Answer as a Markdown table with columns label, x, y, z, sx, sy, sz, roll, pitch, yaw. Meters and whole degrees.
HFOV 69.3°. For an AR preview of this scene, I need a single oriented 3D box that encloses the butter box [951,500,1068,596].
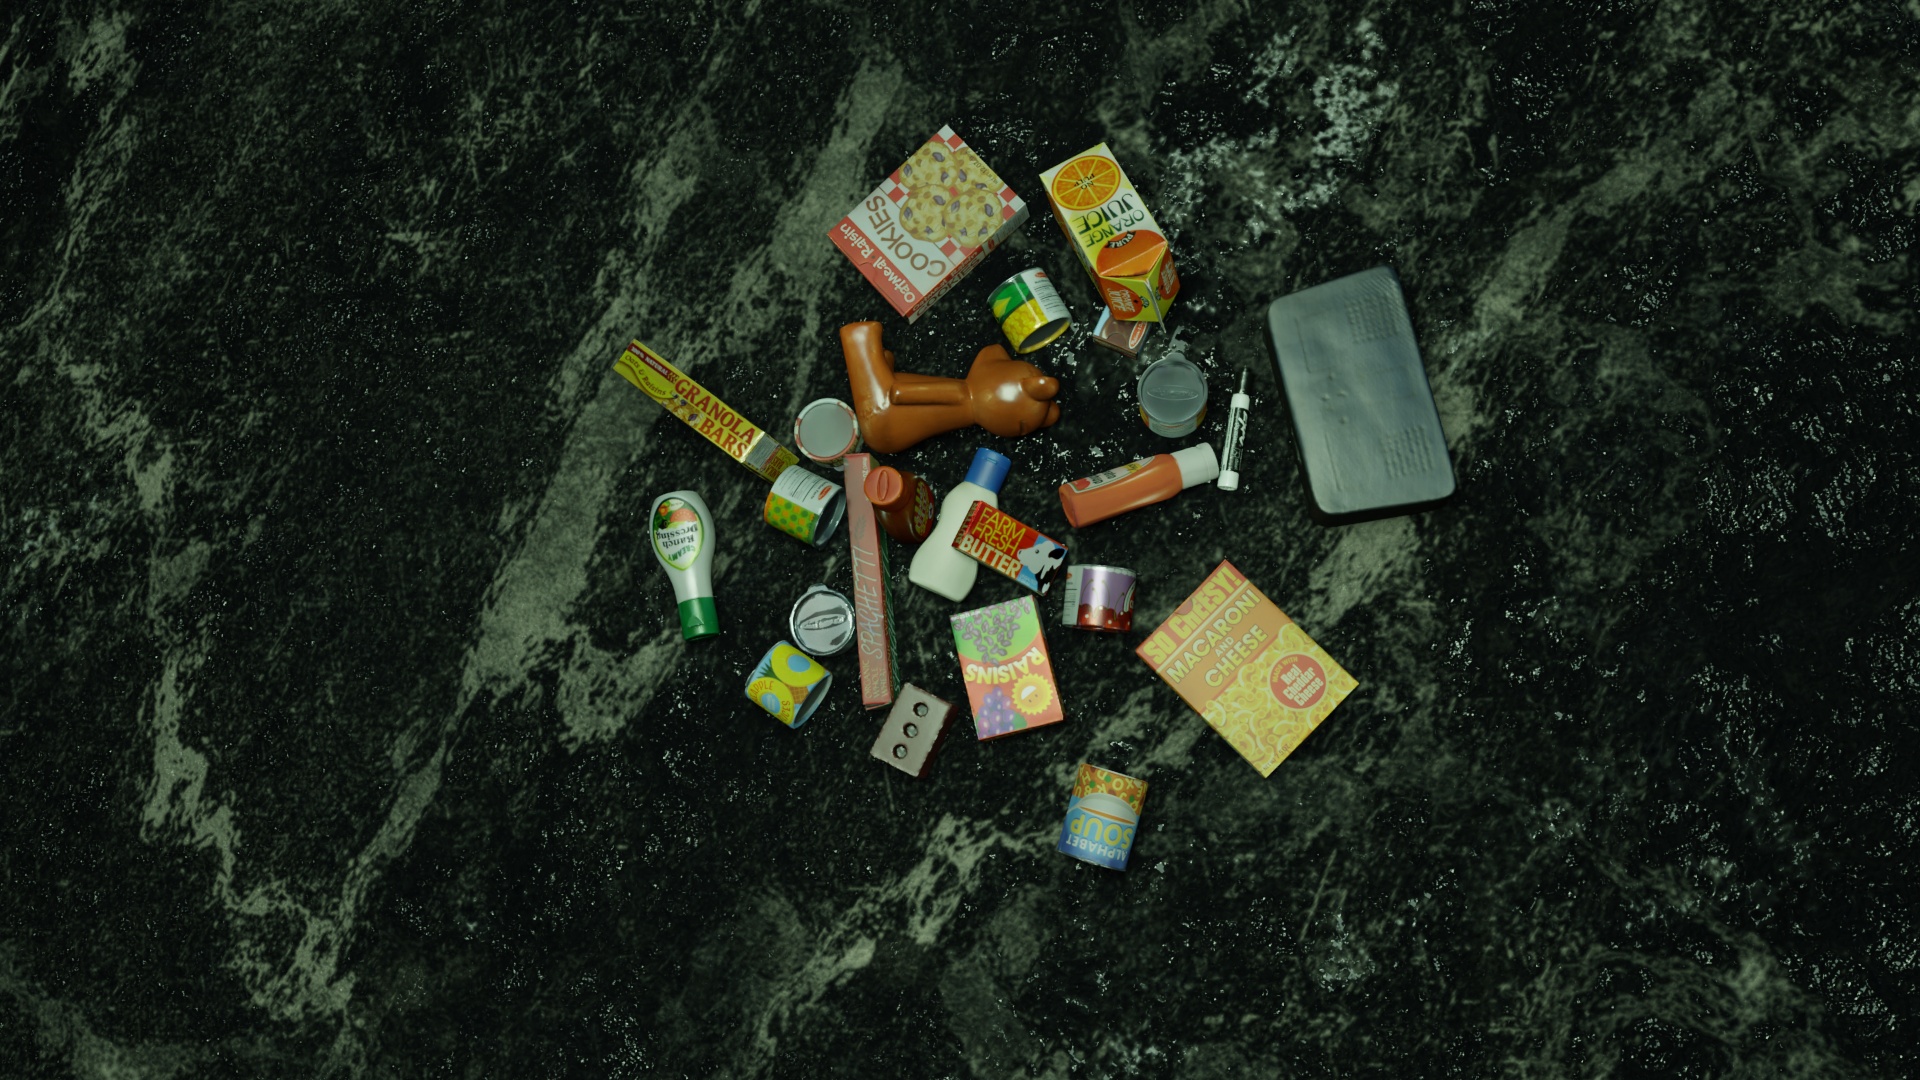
| label | x | y | z | sx | sy | sz | roll | pitch | yaw |
| --- | --- | --- | --- | --- | --- | --- | --- | --- | --- |
| butter box | 0.047 | 0.007 | 1.332 | 0.103 | 0.024 | 0.053 | 29 | 84 | -16 |

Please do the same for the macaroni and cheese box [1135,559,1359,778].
| label | x | y | z | sx | sy | sz | roll | pitch | yaw |
| --- | --- | --- | --- | --- | --- | --- | --- | --- | --- |
| macaroni and cheese box | 0.265 | 0.119 | 1.294 | 0.124 | 0.040 | 0.166 | -45 | 78 | -2 |

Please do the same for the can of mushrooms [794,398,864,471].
| label | x | y | z | sx | sy | sz | roll | pitch | yaw |
| --- | --- | --- | --- | --- | --- | --- | --- | --- | --- |
| can of mushrooms | -0.131 | -0.106 | 1.396 | 0.071 | 0.033 | 0.071 | -1 | 80 | 8 |

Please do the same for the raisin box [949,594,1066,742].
| label | x | y | z | sx | sy | sz | roll | pitch | yaw |
| --- | --- | --- | --- | --- | --- | --- | --- | --- | --- |
| raisin box | 0.045 | 0.123 | 1.328 | 0.086 | 0.040 | 0.123 | -15 | 77 | 5 |

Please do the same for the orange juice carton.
| label | x | y | z | sx | sy | sz | roll | pitch | yaw |
| --- | --- | --- | --- | --- | --- | --- | --- | --- | --- |
| orange juice carton | 0.151 | -0.285 | 1.333 | 0.073 | 0.071 | 0.193 | -27 | 57 | 4 |

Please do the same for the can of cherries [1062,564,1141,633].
| label | x | y | z | sx | sy | sz | roll | pitch | yaw |
| --- | --- | --- | --- | --- | --- | --- | --- | --- | --- |
| can of cherries | 0.134 | 0.056 | 1.312 | 0.071 | 0.071 | 0.058 | 5 | 82 | 9 |

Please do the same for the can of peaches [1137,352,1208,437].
| label | x | y | z | sx | sy | sz | roll | pitch | yaw |
| --- | --- | --- | --- | --- | --- | --- | --- | --- | --- |
| can of peaches | 0.205 | -0.139 | 1.338 | 0.071 | 0.058 | 0.071 | -2 | 80 | 9 |

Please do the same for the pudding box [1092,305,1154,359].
| label | x | y | z | sx | sy | sz | roll | pitch | yaw |
| --- | --- | --- | --- | --- | --- | --- | --- | --- | --- |
| pudding box | 0.169 | -0.227 | 1.372 | 0.050 | 0.030 | 0.084 | 23 | 85 | 11 |

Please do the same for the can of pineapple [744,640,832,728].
| label | x | y | z | sx | sy | sz | roll | pitch | yaw |
| --- | --- | --- | --- | --- | --- | --- | --- | --- | --- |
| can of pineapple | -0.166 | 0.140 | 1.341 | 0.058 | 0.071 | 0.071 | 33 | 87 | 12 |

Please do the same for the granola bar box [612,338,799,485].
| label | x | y | z | sx | sy | sz | roll | pitch | yaw |
| --- | --- | --- | --- | --- | --- | --- | --- | --- | --- |
| granola bar box | -0.249 | -0.123 | 1.369 | 0.166 | 0.124 | 0.039 | 36 | 88 | 12 |

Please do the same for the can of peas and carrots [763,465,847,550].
| label | x | y | z | sx | sy | sz | roll | pitch | yaw |
| --- | --- | --- | --- | --- | --- | --- | --- | --- | --- |
| can of peas and carrots | -0.153 | -0.032 | 1.371 | 0.059 | 0.071 | 0.071 | 25 | 85 | 12 |

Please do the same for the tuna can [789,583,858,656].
| label | x | y | z | sx | sy | sz | roll | pitch | yaw |
| --- | --- | --- | --- | --- | --- | --- | --- | --- | --- |
| tuna can | -0.133 | 0.079 | 1.365 | 0.071 | 0.033 | 0.071 | -1 | 81 | 8 |

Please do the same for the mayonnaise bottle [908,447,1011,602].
| label | x | y | z | sx | sy | sz | roll | pitch | yaw |
| --- | --- | --- | --- | --- | --- | --- | --- | --- | --- |
| mayonnaise bottle | 0.005 | -0.017 | 1.357 | 0.065 | 0.041 | 0.148 | 24 | 84 | 4 |

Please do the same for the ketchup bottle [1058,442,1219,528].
| label | x | y | z | sx | sy | sz | roll | pitch | yaw |
| --- | --- | --- | --- | --- | --- | --- | --- | --- | --- |
| ketchup bottle | 0.172 | -0.054 | 1.329 | 0.149 | 0.065 | 0.043 | -18 | 102 | -3 |

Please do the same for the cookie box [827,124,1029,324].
| label | x | y | z | sx | sy | sz | roll | pitch | yaw |
| --- | --- | --- | --- | --- | --- | --- | --- | --- | --- |
| cookie box | -0.033 | -0.321 | 1.413 | 0.167 | 0.040 | 0.123 | -42 | 77 | 0 |

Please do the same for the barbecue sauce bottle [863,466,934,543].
| label | x | y | z | sx | sy | sz | roll | pitch | yaw |
| --- | --- | --- | --- | --- | --- | --- | --- | --- | --- |
| barbecue sauce bottle | -0.058 | -0.038 | 1.314 | 0.044 | 0.148 | 0.065 | 4 | 81 | 10 |

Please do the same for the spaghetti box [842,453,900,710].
| label | x | y | z | sx | sy | sz | roll | pitch | yaw |
| --- | --- | --- | --- | --- | --- | --- | --- | --- | --- |
| spaghetti box | -0.086 | 0.040 | 1.356 | 0.029 | 0.050 | 0.250 | -7 | 80 | 9 |

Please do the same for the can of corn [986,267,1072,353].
| label | x | y | z | sx | sy | sz | roll | pitch | yaw |
| --- | --- | --- | --- | --- | --- | --- | --- | --- | --- |
| can of corn | 0.067 | -0.224 | 1.370 | 0.071 | 0.071 | 0.058 | -31 | 78 | 3 |

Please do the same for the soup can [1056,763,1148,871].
| label | x | y | z | sx | sy | sz | roll | pitch | yaw |
| --- | --- | --- | --- | --- | --- | --- | --- | --- | --- |
| soup can | 0.131 | 0.254 | 1.276 | 0.071 | 0.071 | 0.084 | 15 | 83 | 11 |

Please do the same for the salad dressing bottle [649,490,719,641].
| label | x | y | z | sx | sy | sz | roll | pitch | yaw |
| --- | --- | --- | --- | --- | --- | --- | --- | --- | --- |
| salad dressing bottle | -0.271 | 0.026 | 1.389 | 0.064 | 0.044 | 0.148 | -14 | 79 | 5 |
